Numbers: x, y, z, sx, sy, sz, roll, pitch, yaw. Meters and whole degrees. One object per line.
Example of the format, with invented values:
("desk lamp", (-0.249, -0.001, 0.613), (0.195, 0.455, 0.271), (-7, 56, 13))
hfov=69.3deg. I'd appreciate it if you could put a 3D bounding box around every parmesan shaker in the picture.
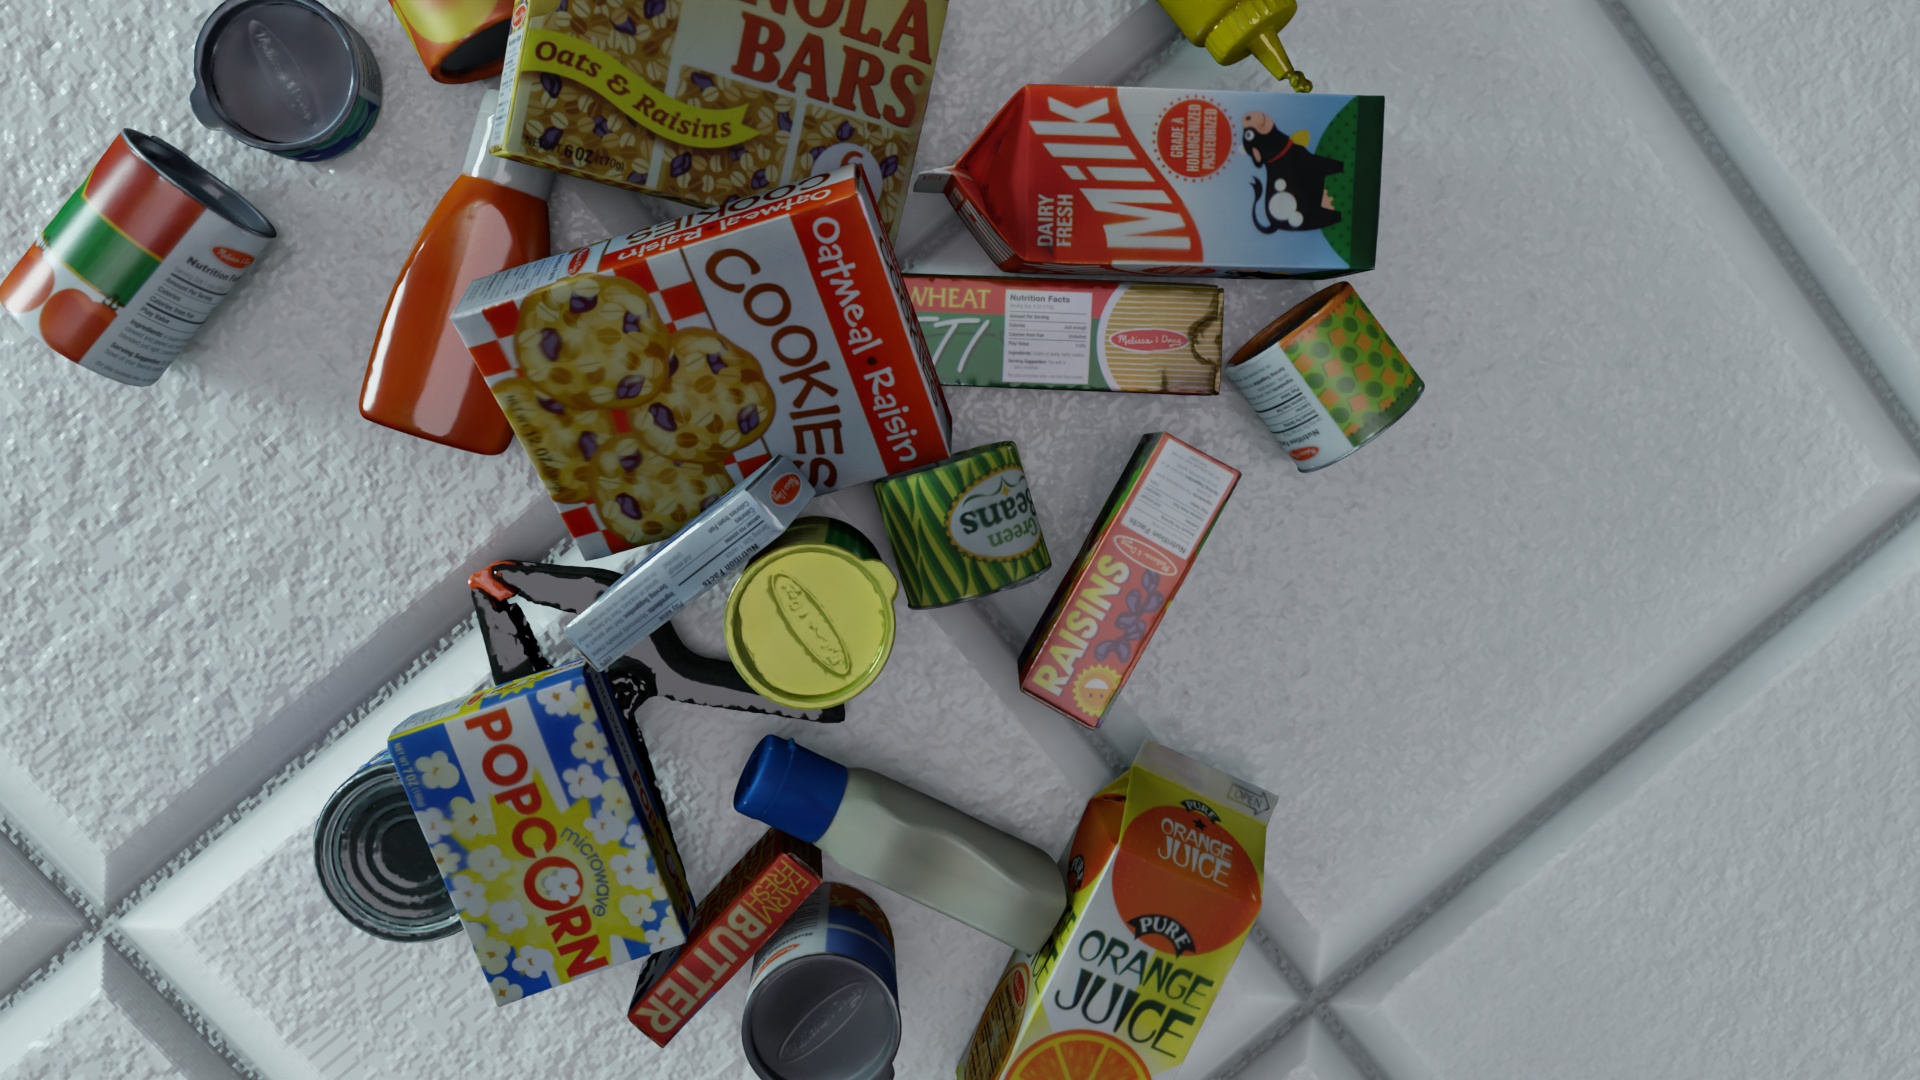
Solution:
("parmesan shaker", (-0.059, 0.026, 0.588), (0.071, 0.103, 0.071), (0, 97, -4))

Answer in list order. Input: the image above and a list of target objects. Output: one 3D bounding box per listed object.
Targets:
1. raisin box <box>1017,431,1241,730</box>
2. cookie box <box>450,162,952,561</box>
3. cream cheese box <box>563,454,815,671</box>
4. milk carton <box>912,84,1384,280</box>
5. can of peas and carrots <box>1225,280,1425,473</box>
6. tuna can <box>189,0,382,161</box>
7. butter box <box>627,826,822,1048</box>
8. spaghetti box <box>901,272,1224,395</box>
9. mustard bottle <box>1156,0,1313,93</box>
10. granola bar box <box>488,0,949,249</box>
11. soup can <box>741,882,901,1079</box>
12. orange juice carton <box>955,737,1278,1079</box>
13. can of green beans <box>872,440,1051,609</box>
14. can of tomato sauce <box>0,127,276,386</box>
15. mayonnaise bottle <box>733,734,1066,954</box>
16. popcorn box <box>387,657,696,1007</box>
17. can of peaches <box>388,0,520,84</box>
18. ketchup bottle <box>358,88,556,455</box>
("raisin box", (0.070, 0.015, 0.606), (0.040, 0.086, 0.123), (30, 93, -1))
("cookie box", (-0.100, -0.071, 0.572), (0.167, 0.040, 0.122), (-16, 123, 6))
("cream cheese box", (-0.109, 0.009, 0.562), (0.103, 0.053, 0.024), (-36, 99, 17))
("milk carton", (0.076, -0.151, 0.596), (0.191, 0.072, 0.073), (1, 97, -4))
("can of peas and carrots", (0.162, -0.074, 0.615), (0.071, 0.071, 0.058), (-39, 97, 0))
("tuna can", (-0.283, -0.192, 0.582), (0.071, 0.033, 0.071), (0, 96, -4))
("butter box", (-0.105, 0.173, 0.625), (0.024, 0.053, 0.103), (43, 91, -10))
("spaghetti box", (-0.009, -0.094, 0.617), (0.250, 0.029, 0.050), (2, 96, -5))
("mustard bottle", (0.096, -0.250, 0.580), (0.049, 0.065, 0.160), (-35, 86, 3))
("granola bar box", (-0.093, -0.196, 0.563), (0.166, 0.039, 0.124), (9, 97, -28))
("soup can", (-0.059, 0.200, 0.616), (0.071, 0.084, 0.071), (-1, 97, -4))
("orange juice carton", (0.072, 0.188, 0.631), (0.072, 0.073, 0.192), (26, 93, -7))
("can of green beans", (0.001, -0.007, 0.608), (0.071, 0.071, 0.057), (-17, 97, -2))
("can of tomato sauce", (-0.338, -0.116, 0.570), (0.071, 0.071, 0.083), (40, 93, -7))
("mayonnaise bottle", (-0.027, 0.132, 0.613), (0.148, 0.065, 0.041), (28, 95, -15))
("popcorn box", (-0.174, 0.121, 0.585), (0.085, 0.038, 0.126), (-19, 101, -3))
("can of peaches", (-0.203, -0.227, 0.569), (0.071, 0.071, 0.058), (-29, 98, -1))
("ketchup bottle", (-0.205, -0.114, 0.591), (0.065, 0.043, 0.148), (17, 94, -9))
